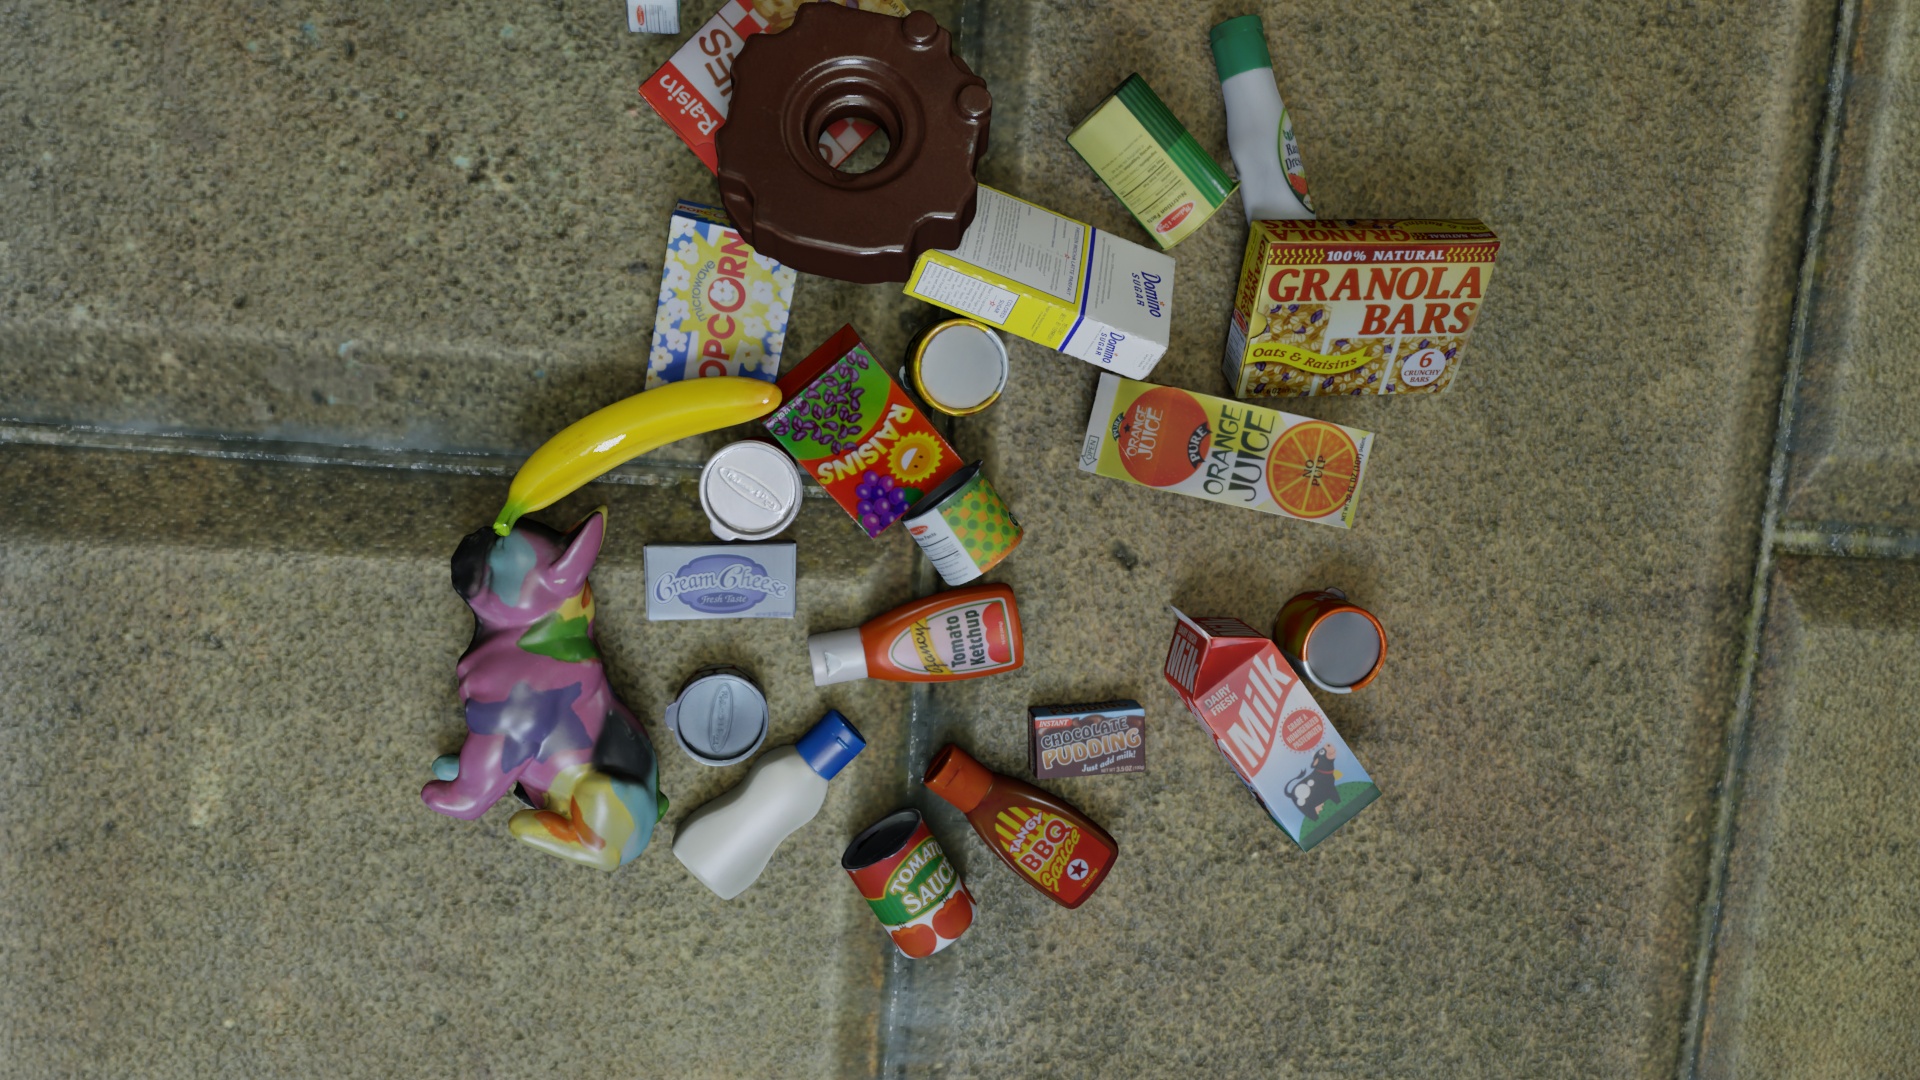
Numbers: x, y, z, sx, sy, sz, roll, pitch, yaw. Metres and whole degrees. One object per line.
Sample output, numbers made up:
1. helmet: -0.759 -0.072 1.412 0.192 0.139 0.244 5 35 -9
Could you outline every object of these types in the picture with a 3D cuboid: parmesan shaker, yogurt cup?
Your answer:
1. parmesan shaker: 0.131 -0.260 0.947 0.071 0.071 0.103 -44 102 0
2. yogurt cup: -0.139 -0.039 0.940 0.072 0.054 0.072 0 105 -2

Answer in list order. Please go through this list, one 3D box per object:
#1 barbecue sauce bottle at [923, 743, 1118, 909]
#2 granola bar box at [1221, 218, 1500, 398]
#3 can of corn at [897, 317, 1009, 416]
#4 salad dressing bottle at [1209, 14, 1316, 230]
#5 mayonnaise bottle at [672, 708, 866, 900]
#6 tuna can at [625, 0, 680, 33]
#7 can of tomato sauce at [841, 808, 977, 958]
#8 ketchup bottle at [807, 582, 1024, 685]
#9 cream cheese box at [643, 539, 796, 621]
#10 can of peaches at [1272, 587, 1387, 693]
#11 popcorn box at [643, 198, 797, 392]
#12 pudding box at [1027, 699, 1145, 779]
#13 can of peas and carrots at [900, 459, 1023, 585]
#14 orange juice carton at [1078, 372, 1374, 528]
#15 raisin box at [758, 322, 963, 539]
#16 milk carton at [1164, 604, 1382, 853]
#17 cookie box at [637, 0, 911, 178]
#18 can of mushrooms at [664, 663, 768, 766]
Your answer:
1. barbecue sauce bottle: 0.041 0.204 1.012 0.148 0.044 0.065 38 92 -12
2. granola bar box: 0.277 -0.161 0.971 0.166 0.039 0.123 -2 129 -8
3. can of corn: -0.005 -0.118 0.951 0.071 0.058 0.071 -1 99 -8
4. salad dressing bottle: 0.207 -0.286 0.962 0.044 0.064 0.147 -13 94 31
5. mayonnaise bottle: -0.132 0.183 0.984 0.148 0.041 0.064 -43 104 -2
6. tuna can: -0.196 -0.359 0.883 0.033 0.071 0.071 -1 99 -10
7. can of tomato sauce: -0.035 0.245 0.993 0.071 0.071 0.083 -32 102 -3
8. ketchup bottle: -0.032 0.072 0.982 0.149 0.043 0.064 -10 100 -7
9. cream cheese box: -0.166 0.027 0.964 0.104 0.024 0.053 -1 98 -9
10. can of peaches: 0.273 0.072 1.022 0.071 0.058 0.071 -1 99 -8
11. popcorn box: -0.156 -0.150 0.914 0.085 0.038 0.126 11 115 -9
12. pudding box: 0.093 0.145 1.019 0.084 0.030 0.049 -3 98 -9
13. can of peas and carrots: 0.003 -0.012 0.965 0.071 0.071 0.058 -36 103 -2
14. orange juice carton: 0.182 -0.065 0.981 0.193 0.073 0.071 11 97 -10
15. raisin box: -0.068 -0.071 0.935 0.086 0.040 0.123 -40 124 3
16. milk carton: 0.216 0.126 1.014 0.073 0.072 0.190 -38 102 -1
17. cookie box: -0.110 -0.306 0.917 0.167 0.040 0.123 -44 102 -1
18. can of mushrooms: -0.170 0.121 0.972 0.071 0.033 0.071 -1 99 -9
